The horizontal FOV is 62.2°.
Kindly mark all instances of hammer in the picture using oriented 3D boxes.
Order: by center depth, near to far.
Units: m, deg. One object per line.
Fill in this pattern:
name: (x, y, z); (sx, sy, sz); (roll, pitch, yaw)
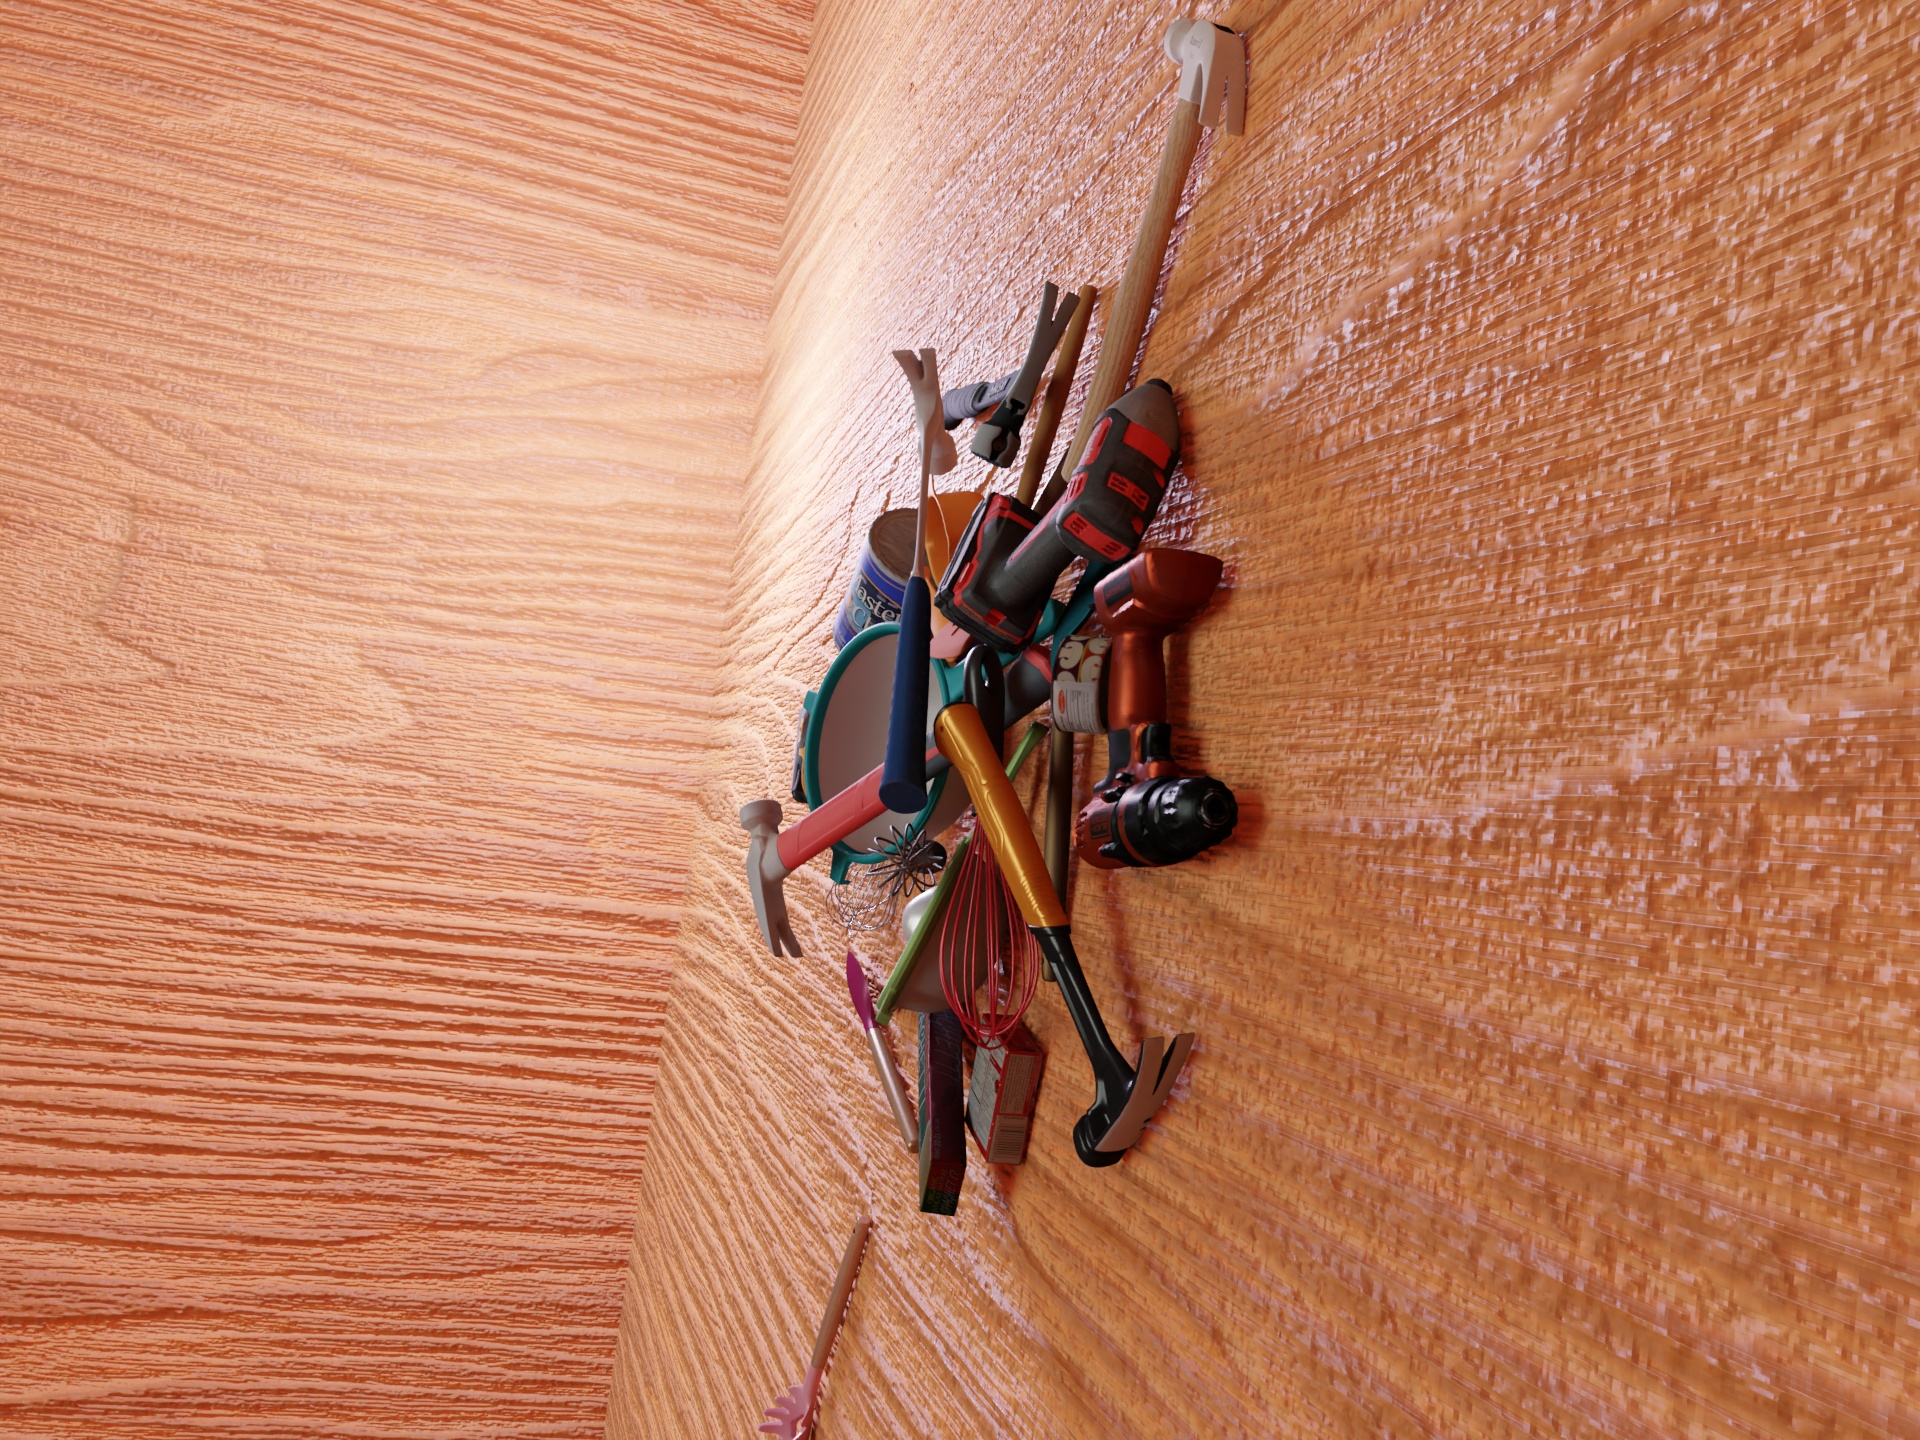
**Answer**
hammer: (0.051, 0.110, 1.030); (0.127, 0.034, 0.337); (112, 146, -42)
hammer: (0.132, -0.323, 1.136); (0.130, 0.031, 0.331); (-110, 33, -60)
hammer: (-0.034, -0.114, 1.219); (0.143, 0.035, 0.406); (77, -168, -53)
hammer: (-0.047, 0.060, 1.283); (0.386, 0.038, 0.143); (-34, 60, 37)
hammer: (0.024, -0.294, 1.416); (0.149, 0.036, 0.409); (-65, 11, 4)

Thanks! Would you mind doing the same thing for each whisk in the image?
whisk: (0.020, 0.087, 1.148); (0.073, 0.073, 0.296); (141, 130, -67)
whisk: (-0.033, 0.105, 1.199); (0.239, 0.055, 0.055); (41, -123, -84)
whisk: (-0.058, 0.102, 1.523); (0.070, 0.070, 0.284); (-102, 32, -51)

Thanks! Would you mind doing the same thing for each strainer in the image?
strainer: (0.022, 0.126, 1.236); (0.256, 0.069, 0.151); (-61, -2, 6)
strainer: (-0.002, -0.004, 1.352); (0.340, 0.095, 0.211); (-36, 55, 39)
strainer: (-0.044, 0.213, 1.435); (0.258, 0.050, 0.087); (115, 164, -52)

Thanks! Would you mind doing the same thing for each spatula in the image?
spatula: (0.083, 0.027, 1.133); (0.082, 0.044, 0.317); (177, 97, -73)
spatula: (0.048, -0.197, 1.265); (0.081, 0.041, 0.322); (11, 83, 69)
spatula: (0.038, -0.118, 1.346); (0.060, 0.018, 0.315); (45, 135, 15)

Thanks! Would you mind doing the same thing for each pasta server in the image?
pasta server: (-0.140, 0.608, 1.549); (0.060, 0.040, 0.316); (51, 130, 53)

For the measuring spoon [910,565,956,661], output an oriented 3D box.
measuring spoon: (-0.023, -0.090, 1.316); (0.021, 0.011, 0.117); (-45, 42, 24)

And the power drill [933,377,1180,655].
power drill: (0.075, -0.145, 1.116); (0.219, 0.078, 0.143); (-37, 25, 57)

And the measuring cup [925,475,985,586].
measuring cup: (-0.002, -0.204, 1.425); (0.095, 0.052, 0.173); (-164, 68, -76)

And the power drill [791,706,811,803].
power drill: (-0.116, 0.052, 1.707); (0.226, 0.084, 0.185); (164, 113, -68)

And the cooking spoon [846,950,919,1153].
cooking spoon: (-0.078, 0.312, 1.513); (0.319, 0.017, 0.068); (-125, 26, -64)
